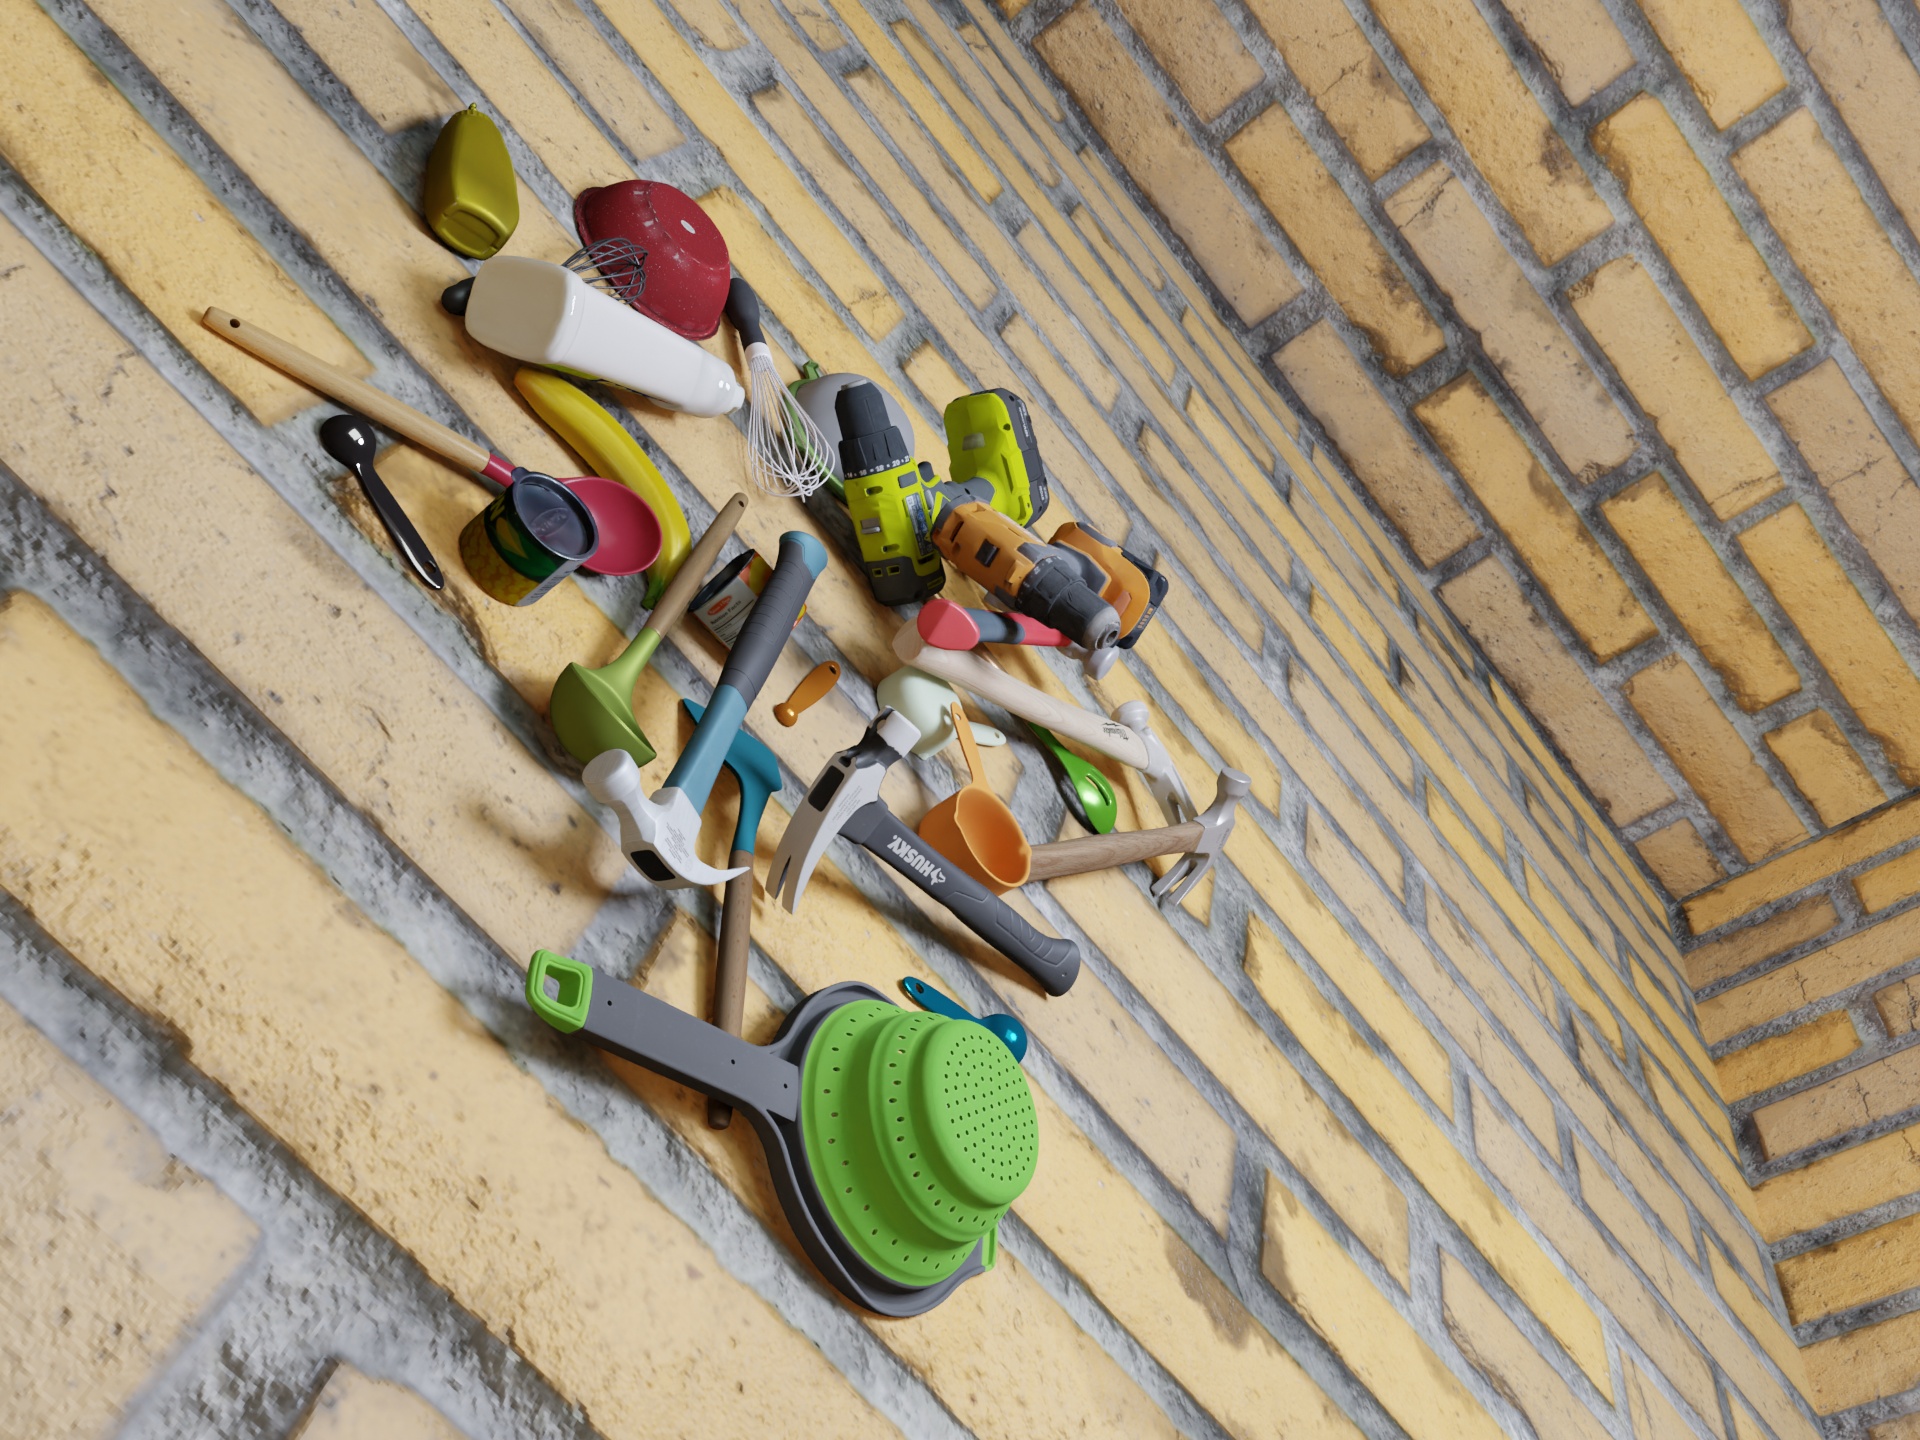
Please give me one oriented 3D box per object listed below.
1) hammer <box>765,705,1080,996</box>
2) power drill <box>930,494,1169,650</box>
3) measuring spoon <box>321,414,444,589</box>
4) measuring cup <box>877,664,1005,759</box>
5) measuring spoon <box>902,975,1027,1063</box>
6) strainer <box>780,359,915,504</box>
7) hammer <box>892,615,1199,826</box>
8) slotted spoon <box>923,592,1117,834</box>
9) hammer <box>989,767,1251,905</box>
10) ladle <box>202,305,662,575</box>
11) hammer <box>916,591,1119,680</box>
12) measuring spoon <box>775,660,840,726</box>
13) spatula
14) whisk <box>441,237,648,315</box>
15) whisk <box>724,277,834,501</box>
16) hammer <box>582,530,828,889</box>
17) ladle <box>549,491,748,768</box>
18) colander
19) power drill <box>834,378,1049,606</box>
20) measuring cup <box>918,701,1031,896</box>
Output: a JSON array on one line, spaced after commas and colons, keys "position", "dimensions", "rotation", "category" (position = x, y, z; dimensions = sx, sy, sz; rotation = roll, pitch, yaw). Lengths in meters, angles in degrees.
[{"position": [-0.006, 0.128, 1.146], "dimensions": [0.035, 0.146, 0.334], "rotation": [34, -6, 44], "category": "hammer"}, {"position": [0.098, -0.116, 1.376], "dimensions": [0.185, 0.084, 0.226], "rotation": [39, 17, 27], "category": "power drill"}, {"position": [-0.343, -0.134, 0.961], "dimensions": [0.124, 0.018, 0.034], "rotation": [58, 27, 2], "category": "measuring spoon"}, {"position": [-0.002, -0.004, 1.350], "dimensions": [0.167, 0.038, 0.083], "rotation": [14, 48, -50], "category": "measuring cup"}, {"position": [0.008, 0.211, 1.148], "dimensions": [0.128, 0.021, 0.042], "rotation": [38, 32, -34], "category": "measuring spoon"}, {"position": [-0.053, -0.235, 1.487], "dimensions": [0.256, 0.069, 0.152], "rotation": [41, 31, -24], "category": "strainer"}, {"position": [0.082, -0.001, 1.418], "dimensions": [0.410, 0.038, 0.146], "rotation": [23, 36, -50], "category": "hammer"}, {"position": [0.050, -0.021, 1.470], "dimensions": [0.313, 0.031, 0.070], "rotation": [50, 23, -8], "category": "slotted spoon"}, {"position": [0.141, 0.115, 1.402], "dimensions": [0.031, 0.130, 0.331], "rotation": [33, 24, 36], "category": "hammer"}, {"position": [-0.328, -0.177, 1.018], "dimensions": [0.315, 0.031, 0.069], "rotation": [28, 62, -37], "category": "ladle"}, {"position": [0.030, -0.087, 1.364], "dimensions": [0.143, 0.038, 0.386], "rotation": [35, 12, 15], "category": "hammer"}, {"position": [-0.113, -0.024, 1.222], "dimensions": [0.021, 0.011, 0.117], "rotation": [52, 27, -8], "category": "measuring spoon"}, {"position": [-0.147, 0.113, 1.009], "dimensions": [0.082, 0.044, 0.318], "rotation": [35, 39, -35], "category": "spatula"}, {"position": [-0.311, -0.332, 1.206], "dimensions": [0.055, 0.055, 0.239], "rotation": [55, 32, -3], "category": "whisk"}, {"position": [-0.168, -0.295, 1.384], "dimensions": [0.070, 0.070, 0.285], "rotation": [25, 35, -45], "category": "whisk"}, {"position": [-0.144, -0.022, 1.027], "dimensions": [0.331, 0.033, 0.128], "rotation": [-72, 145, -49], "category": "hammer"}, {"position": [-0.190, -0.076, 1.068], "dimensions": [0.078, 0.062, 0.320], "rotation": [50, 33, -22], "category": "ladle"}, {"position": [-0.069, 0.209, 0.914], "dimensions": [0.396, 0.094, 0.205], "rotation": [37, 39, -39], "category": "colander"}, {"position": [-0.022, -0.223, 1.422], "dimensions": [0.228, 0.080, 0.190], "rotation": [-32, 112, -50], "category": "power drill"}, {"position": [-0.002, 0.066, 1.261], "dimensions": [0.095, 0.052, 0.174], "rotation": [26, 39, -45], "category": "measuring cup"}]
